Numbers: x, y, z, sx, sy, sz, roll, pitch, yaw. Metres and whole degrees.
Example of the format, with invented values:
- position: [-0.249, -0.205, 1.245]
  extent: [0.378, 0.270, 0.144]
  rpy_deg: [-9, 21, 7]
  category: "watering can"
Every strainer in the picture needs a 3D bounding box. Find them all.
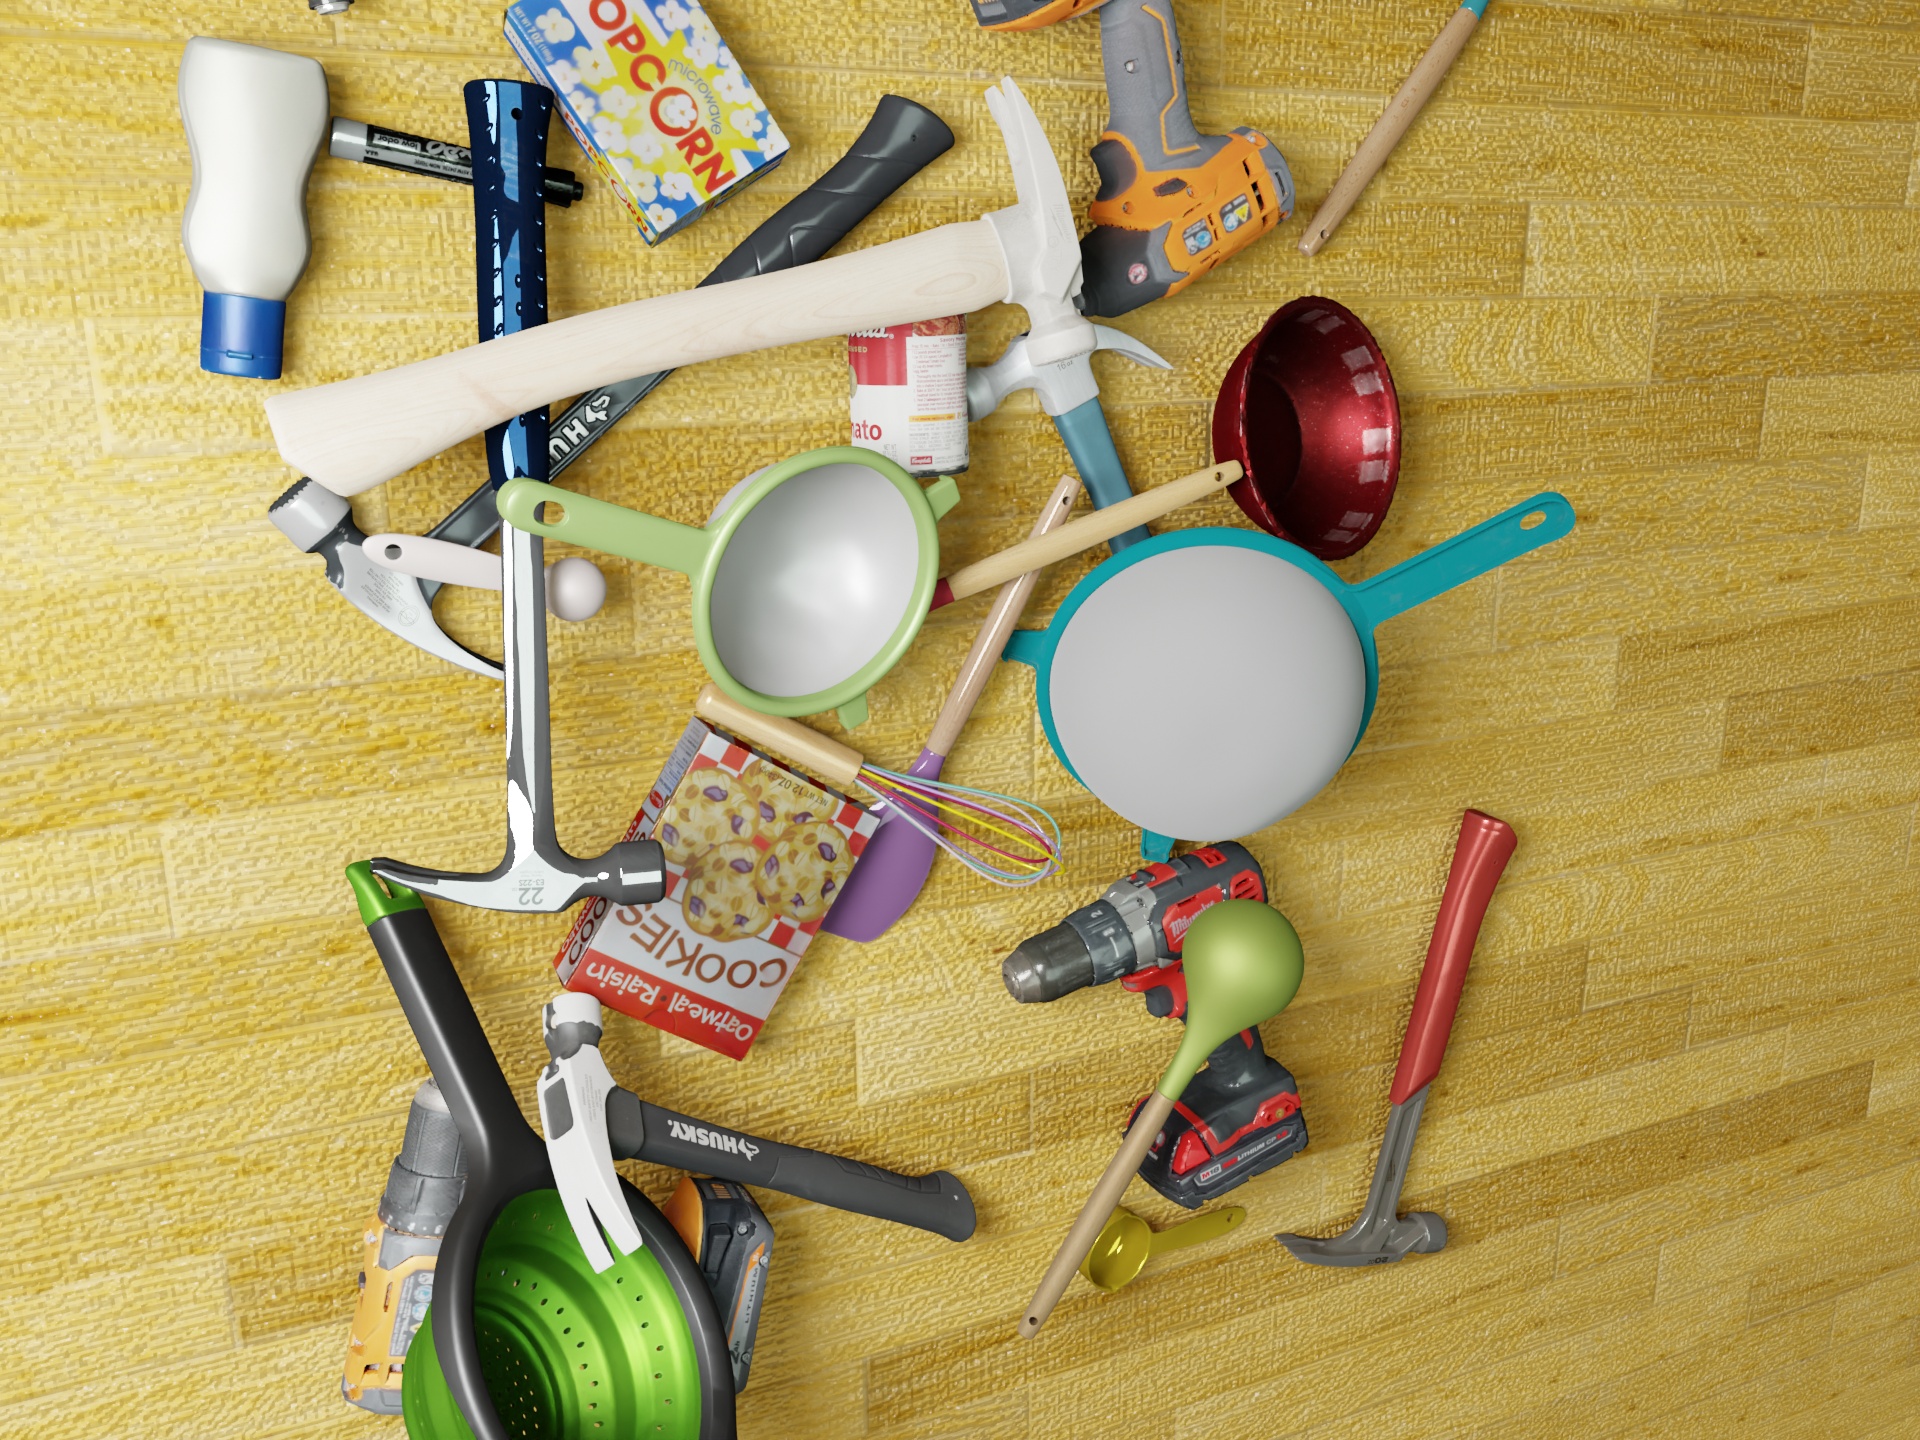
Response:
- position: [-0.127, -0.090, 0.818]
  extent: [0.256, 0.069, 0.151]
  rpy_deg: [12, 106, -42]
  category: "strainer"
- position: [0.203, -0.030, 0.932]
  extent: [0.340, 0.095, 0.210]
  rpy_deg: [-28, 114, 20]
  category: "strainer"

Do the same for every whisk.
- position: [-0.041, 0.037, 0.935]
  extent: [0.245, 0.047, 0.051]
  rpy_deg: [27, 101, -15]
  category: "whisk"

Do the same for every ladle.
- position: [0.017, -0.087, 0.920]
  extent: [0.315, 0.031, 0.069]
  rpy_deg: [-23, 99, -2]
  category: "ladle"
- position: [0.119, 0.257, 1.017]
  extent: [0.078, 0.062, 0.320]
  rpy_deg: [30, 98, 7]
  category: "ladle"

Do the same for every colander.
- position: [-0.252, 0.264, 0.826]
  extent: [0.094, 0.204, 0.397]
  rpy_deg: [-31, 80, 17]
  category: "colander"

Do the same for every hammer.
- position: [-0.157, -0.190, 0.846]
  extent: [0.409, 0.036, 0.149]
  rpy_deg: [-44, 118, -9]
  category: "hammer"
- position: [0.342, 0.241, 1.195]
  extent: [0.149, 0.037, 0.359]
  rpy_deg: [7, 101, -26]
  category: "hammer"
- position: [-0.104, 0.269, 0.939]
  extent: [0.035, 0.146, 0.334]
  rpy_deg: [-37, 137, 22]
  category: "hammer"
- position: [0.112, -0.095, 0.999]
  extent: [0.128, 0.033, 0.330]
  rpy_deg: [-32, 115, -13]
  category: "hammer"
- position: [-0.223, -0.103, 0.786]
  extent: [0.144, 0.035, 0.405]
  rpy_deg: [-3, 97, -21]
  category: "hammer"
- position: [-0.127, -0.202, 0.777]
  extent: [0.410, 0.038, 0.146]
  rpy_deg: [-20, 102, -20]
  category: "hammer"

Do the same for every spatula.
- position: [-0.002, -0.003, 0.963]
  extent: [0.059, 0.018, 0.316]
  rpy_deg: [21, 102, -25]
  category: "spatula"
- position: [0.310, -0.423, 0.997]
  extent: [0.082, 0.044, 0.317]
  rpy_deg: [35, 88, -32]
  category: "spatula"

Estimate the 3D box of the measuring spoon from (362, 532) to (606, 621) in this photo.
- position: [-0.239, -0.074, 0.808]
  extent: [0.124, 0.018, 0.034]
  rpy_deg: [11, 100, -29]
  category: "measuring spoon"

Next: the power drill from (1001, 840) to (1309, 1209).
- position: [0.133, 0.209, 1.068]
  extent: [0.188, 0.080, 0.226]
  rpy_deg: [-21, 109, -19]
  category: "power drill"

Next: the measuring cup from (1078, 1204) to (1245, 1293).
- position: [0.143, 0.367, 1.148]
  extent: [0.156, 0.029, 0.062]
  rpy_deg: [-1, 105, -37]
  category: "measuring cup"

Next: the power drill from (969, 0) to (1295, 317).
- position: [0.084, -0.344, 0.893]
  extent: [0.164, 0.084, 0.226]
  rpy_deg: [-36, 120, -12]
  category: "power drill"

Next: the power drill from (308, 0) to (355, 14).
- position: [-0.376, -0.379, 0.671]
  extent: [0.223, 0.080, 0.171]
  rpy_deg: [-20, 111, -23]
  category: "power drill"

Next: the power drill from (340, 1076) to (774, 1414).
- position: [-0.228, 0.303, 0.922]
  extent: [0.226, 0.084, 0.185]
  rpy_deg: [10, 92, -22]
  category: "power drill"
